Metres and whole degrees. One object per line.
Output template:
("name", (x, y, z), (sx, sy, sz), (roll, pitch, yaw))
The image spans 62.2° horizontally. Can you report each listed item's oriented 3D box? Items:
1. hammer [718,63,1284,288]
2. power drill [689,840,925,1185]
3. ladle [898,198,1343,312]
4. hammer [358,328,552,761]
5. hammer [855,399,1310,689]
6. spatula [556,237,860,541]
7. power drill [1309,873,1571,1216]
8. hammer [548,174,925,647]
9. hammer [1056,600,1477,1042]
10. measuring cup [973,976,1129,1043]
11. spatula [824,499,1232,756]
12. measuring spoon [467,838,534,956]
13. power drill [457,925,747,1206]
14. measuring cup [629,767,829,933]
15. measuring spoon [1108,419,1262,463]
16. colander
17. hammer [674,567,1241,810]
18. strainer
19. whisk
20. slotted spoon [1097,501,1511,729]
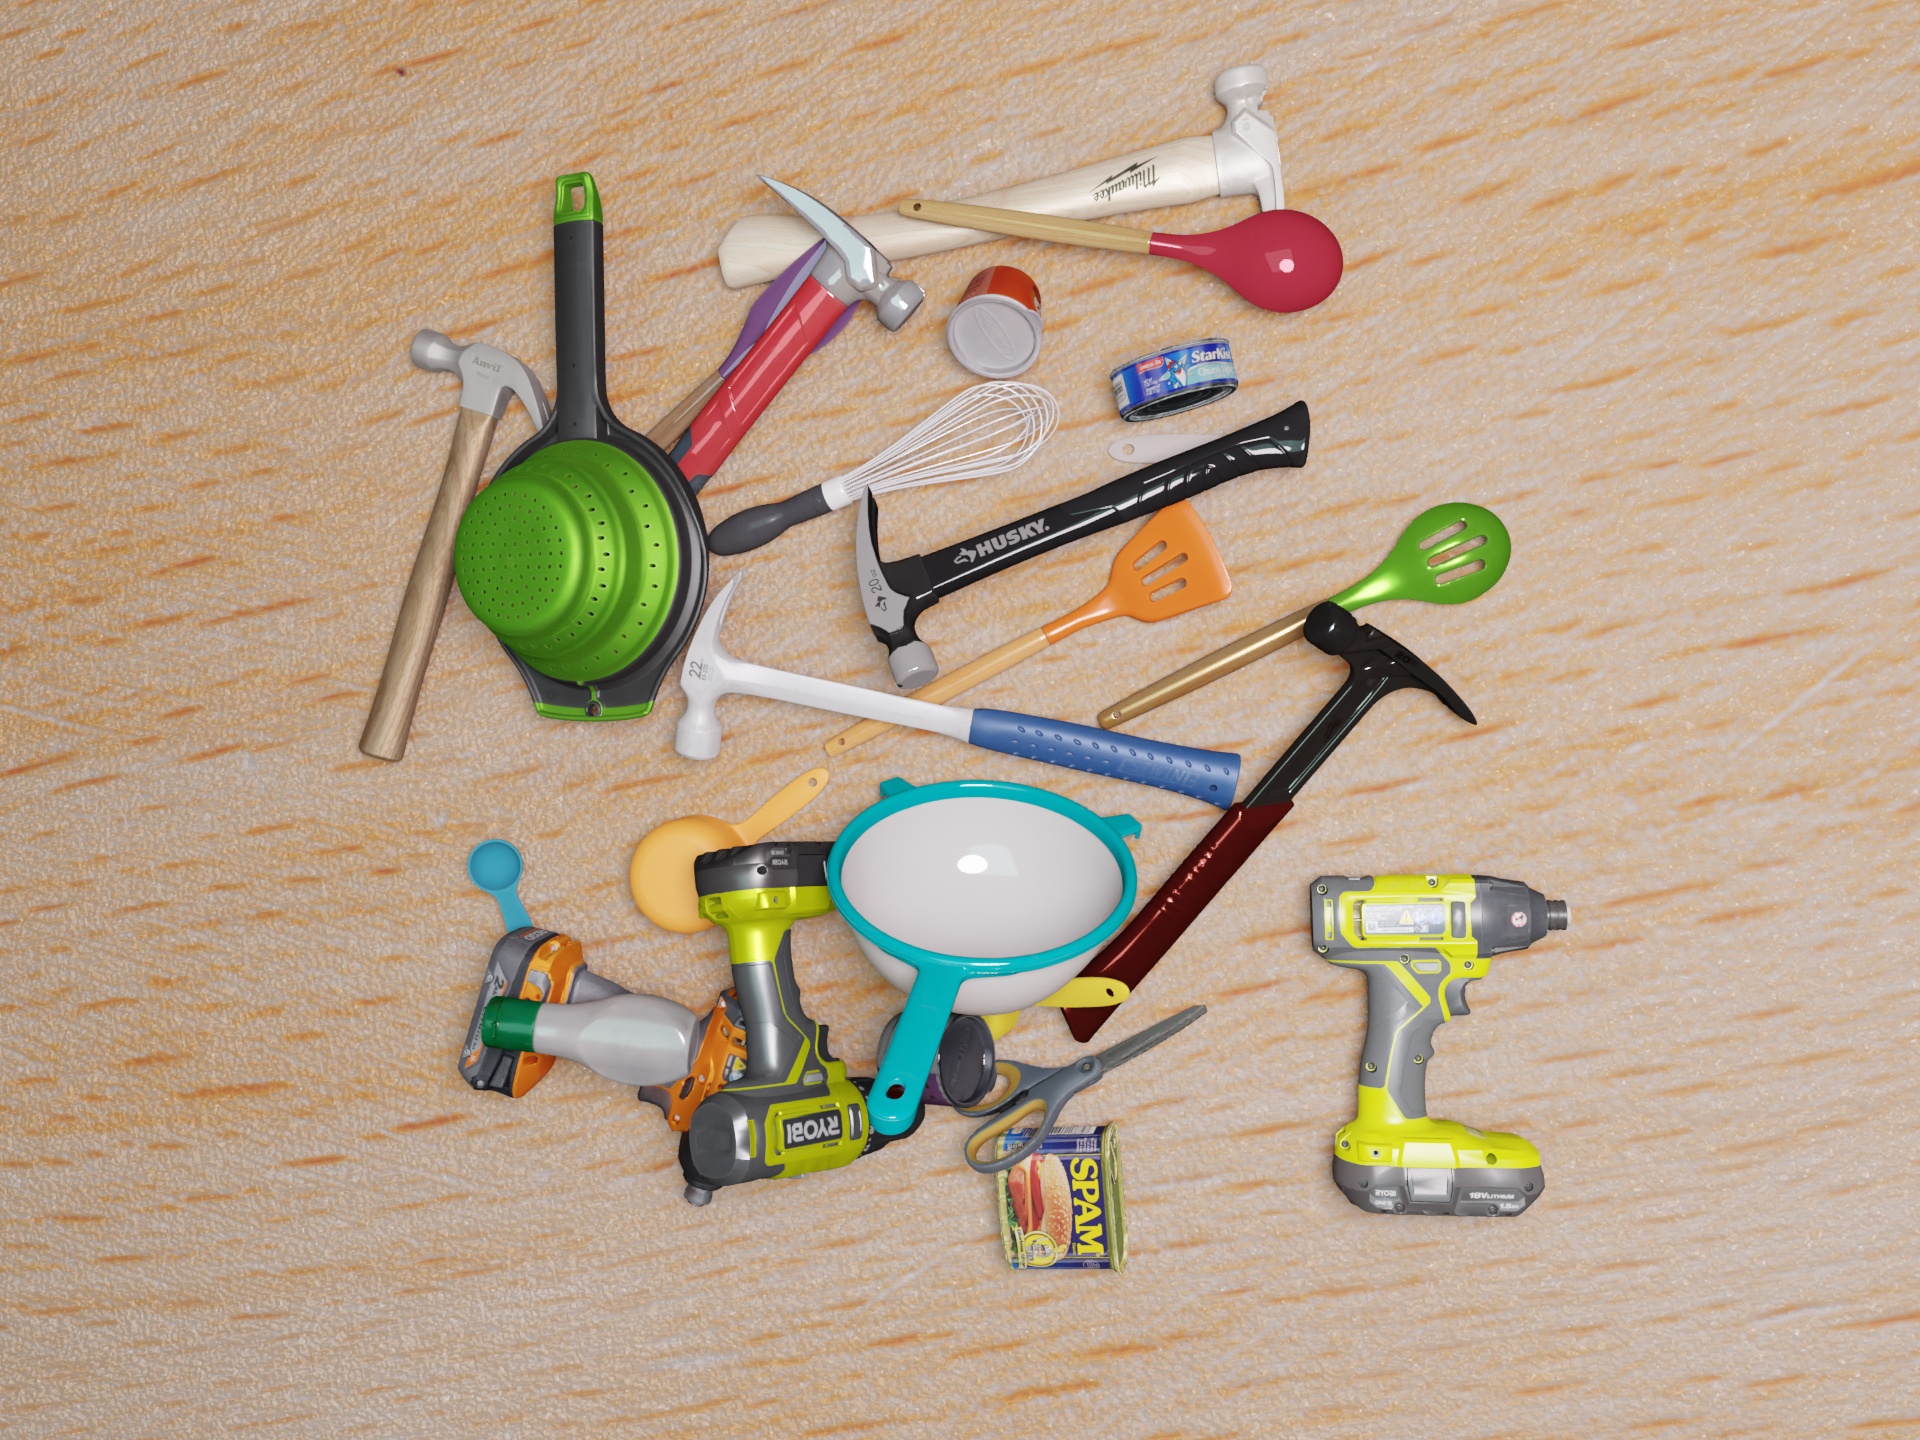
("hammer", (0.026, -0.357, 1.153), (0.410, 0.038, 0.146), (-8, 91, 10))
("power drill", (-0.106, 0.204, 1.129), (0.080, 0.190, 0.228), (-14, 78, 42))
("ladle", (0.108, -0.338, 1.109), (0.315, 0.031, 0.069), (12, 96, 11))
("hammer", (-0.403, -0.128, 1.235), (0.130, 0.031, 0.331), (18, 94, 10))
("hammer", (0.086, -0.147, 1.100), (0.335, 0.035, 0.146), (-22, 69, 1))
("spatula", (-0.193, -0.238, 1.189), (0.316, 0.018, 0.059), (-39, 99, 14))
("power drill", (0.330, 0.217, 1.089), (0.171, 0.080, 0.223), (-2, 88, 10))
("hammer", (-0.202, -0.209, 1.168), (0.143, 0.038, 0.386), (40, 104, -6))
("hammer", (0.195, 0.090, 1.114), (0.149, 0.037, 0.359), (31, 106, -27))
("measuring cup", (0.049, 0.200, 1.124), (0.156, 0.029, 0.062), (-12, 100, 40))
("spatula", (0.039, -0.052, 1.153), (0.322, 0.041, 0.081), (-28, 83, 10))
("measuring spoon", (-0.344, 0.152, 1.239), (0.042, 0.021, 0.128), (-20, 96, -2))
("power drill", (-0.250, 0.258, 1.189), (0.226, 0.084, 0.164), (18, 94, 4))
("measuring cup", (-0.171, 0.091, 1.185), (0.173, 0.052, 0.095), (-38, 85, 11))
("measuring spoon", (0.167, -0.197, 1.139), (0.124, 0.018, 0.034), (-1, 91, 11))
("colander", (-0.290, -0.196, 1.126), (0.204, 0.094, 0.397), (0, 92, 24))
("hammer", (-0.002, -0.004, 1.140), (0.405, 0.035, 0.144), (12, 111, 4))
("strainer", (-0.002, 0.168, 1.049), (0.211, 0.341, 0.095), (9, 123, 11))
("whisk", (-0.062, -0.179, 1.162), (0.284, 0.070, 0.070), (-20, 88, 14))
("slotted spoon", (0.240, -0.066, 1.125), (0.314, 0.031, 0.070), (-26, 87, 11))
